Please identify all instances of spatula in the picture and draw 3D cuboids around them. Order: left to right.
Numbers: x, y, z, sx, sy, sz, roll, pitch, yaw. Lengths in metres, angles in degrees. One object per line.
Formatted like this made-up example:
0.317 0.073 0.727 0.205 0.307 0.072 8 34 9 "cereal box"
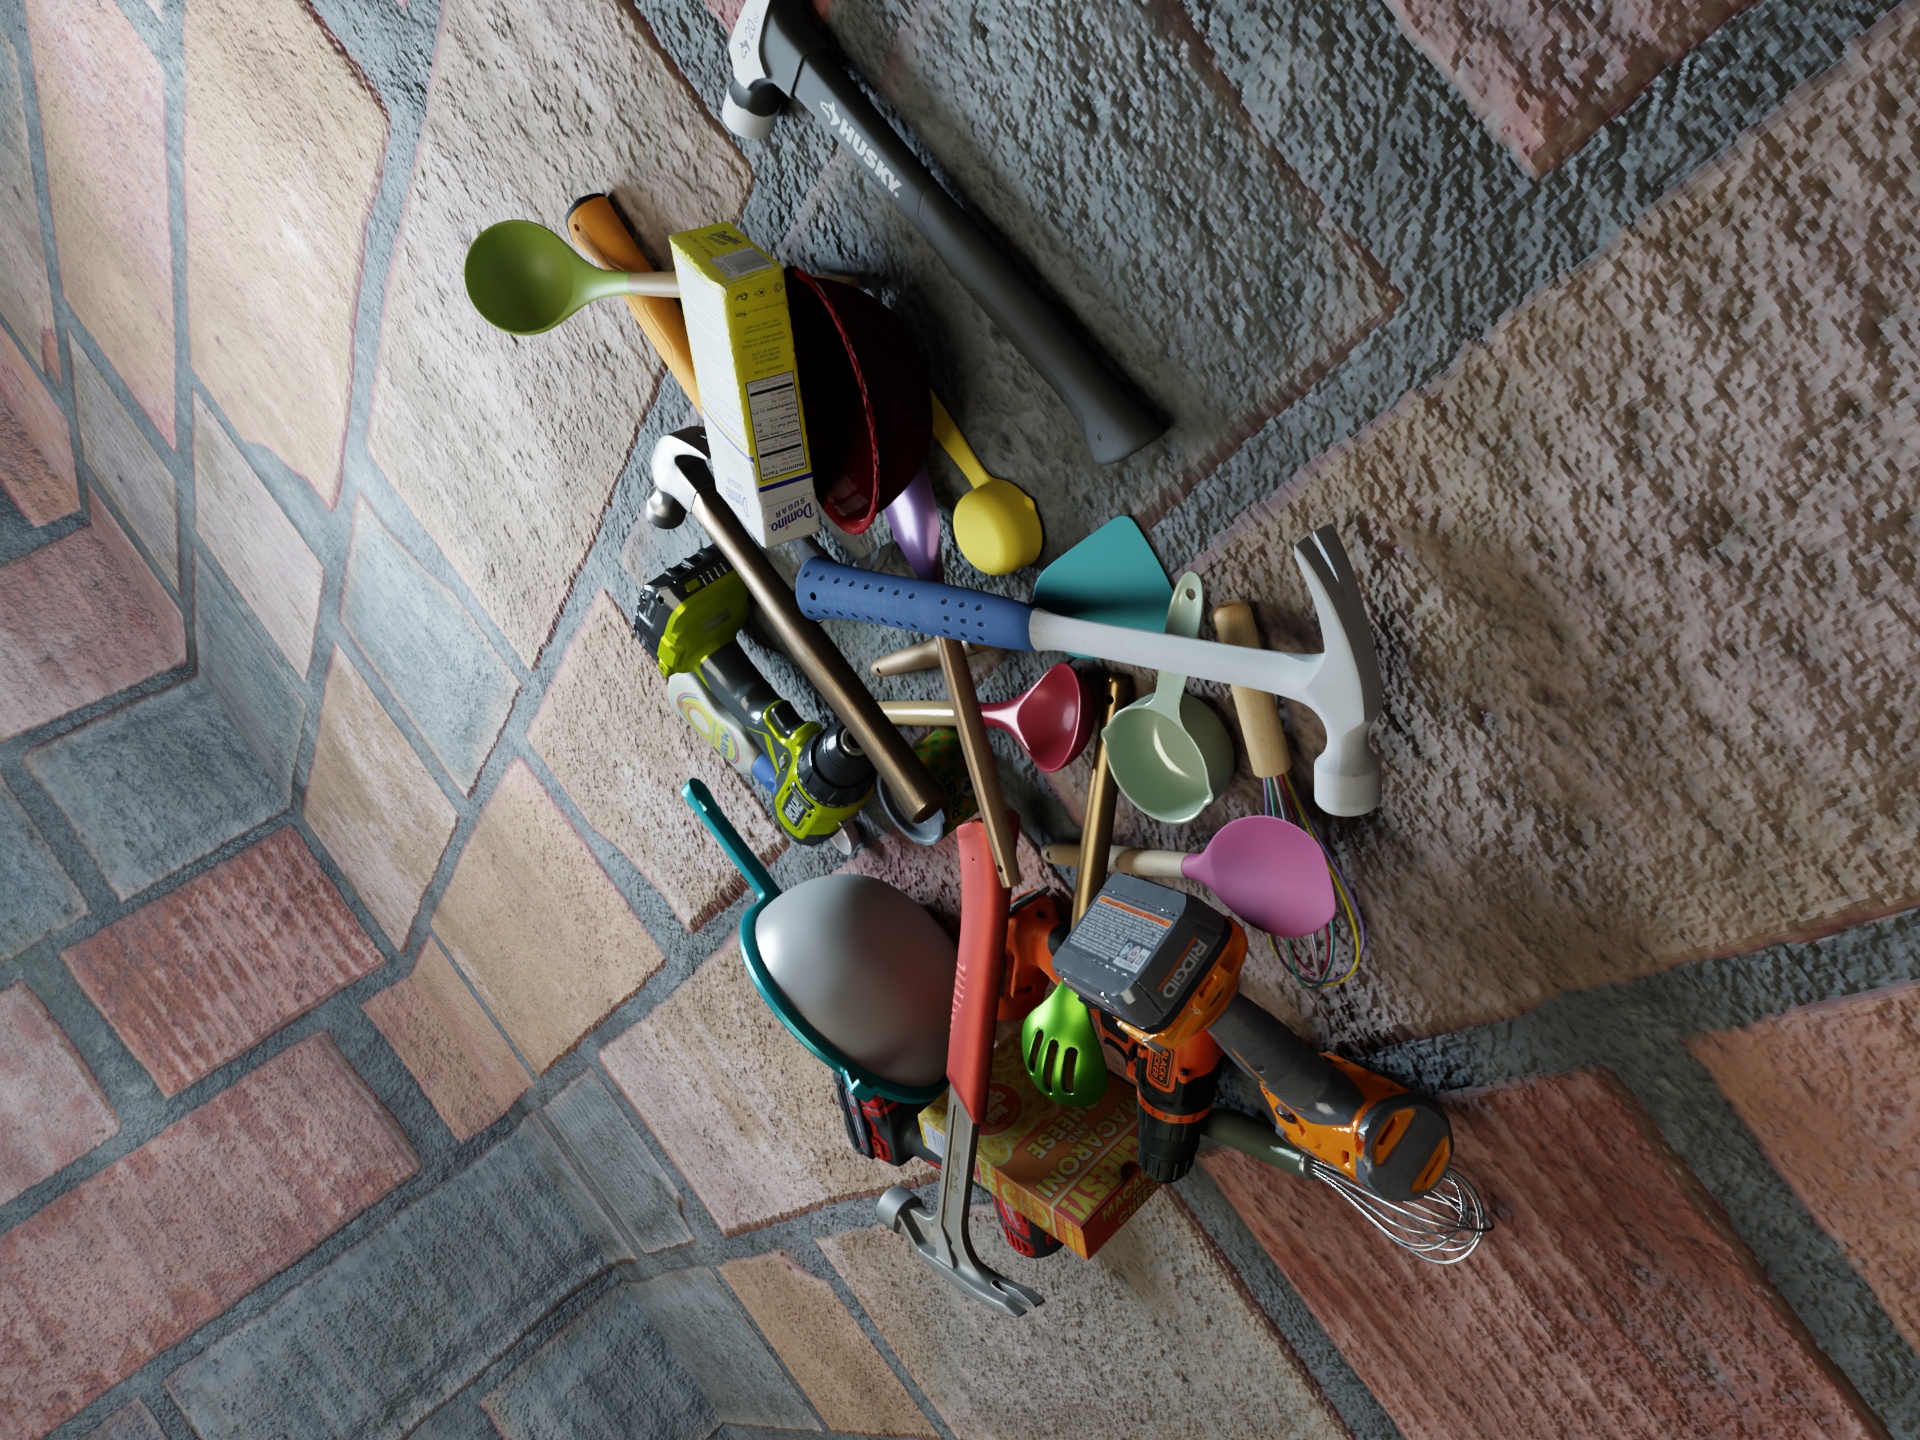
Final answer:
-0.008 -0.045 1.017 0.060 0.018 0.316 -11 96 56 "spatula"
0.023 -0.057 1.023 0.317 0.044 0.082 -11 111 61 "spatula"

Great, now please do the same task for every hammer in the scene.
-0.170 -0.225 1.113 0.337 0.034 0.127 57 149 -1 "hammer"
-0.114 -0.069 1.099 0.331 0.031 0.130 53 149 13 "hammer"
-0.007 -0.270 0.856 0.335 0.035 0.146 50 148 8 "hammer"
0.014 0.236 1.118 0.149 0.036 0.359 21 113 40 "hammer"
0.053 -0.056 0.906 0.406 0.035 0.144 14 121 41 "hammer"

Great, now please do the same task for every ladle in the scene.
-0.202 -0.286 1.038 0.320 0.062 0.078 12 102 33 "ladle"
-0.002 -0.003 1.087 0.315 0.031 0.069 2 83 57 "ladle"

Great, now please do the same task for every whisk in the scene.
0.177 0.048 0.895 0.047 0.051 0.244 11 124 55 "whisk"
0.237 0.290 1.035 0.246 0.059 0.058 9 89 54 "whisk"

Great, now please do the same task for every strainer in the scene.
-0.103 0.146 1.273 0.095 0.211 0.341 -48 67 15 "strainer"

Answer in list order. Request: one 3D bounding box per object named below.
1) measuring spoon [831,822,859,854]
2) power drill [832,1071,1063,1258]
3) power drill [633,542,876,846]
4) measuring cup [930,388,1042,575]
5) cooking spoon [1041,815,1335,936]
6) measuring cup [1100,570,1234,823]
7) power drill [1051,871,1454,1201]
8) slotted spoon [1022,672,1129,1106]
-0.123 0.069 1.339 0.124 0.018 0.034 40 147 35 "measuring spoon"
-0.003 0.347 1.372 0.227 0.080 0.187 22 135 37 "power drill"
-0.147 -0.020 1.210 0.228 0.080 0.190 52 156 6 "power drill"
-0.008 -0.156 0.964 0.156 0.029 0.062 55 148 1 "measuring cup"
0.127 0.087 0.967 0.319 0.017 0.069 -4 100 65 "cooking spoon"
0.129 -0.017 0.908 0.083 0.038 0.167 32 133 32 "measuring cup"
0.166 0.187 0.941 0.226 0.084 0.164 40 170 -16 "power drill"
0.079 0.118 1.017 0.070 0.031 0.313 21 116 34 "slotted spoon"
